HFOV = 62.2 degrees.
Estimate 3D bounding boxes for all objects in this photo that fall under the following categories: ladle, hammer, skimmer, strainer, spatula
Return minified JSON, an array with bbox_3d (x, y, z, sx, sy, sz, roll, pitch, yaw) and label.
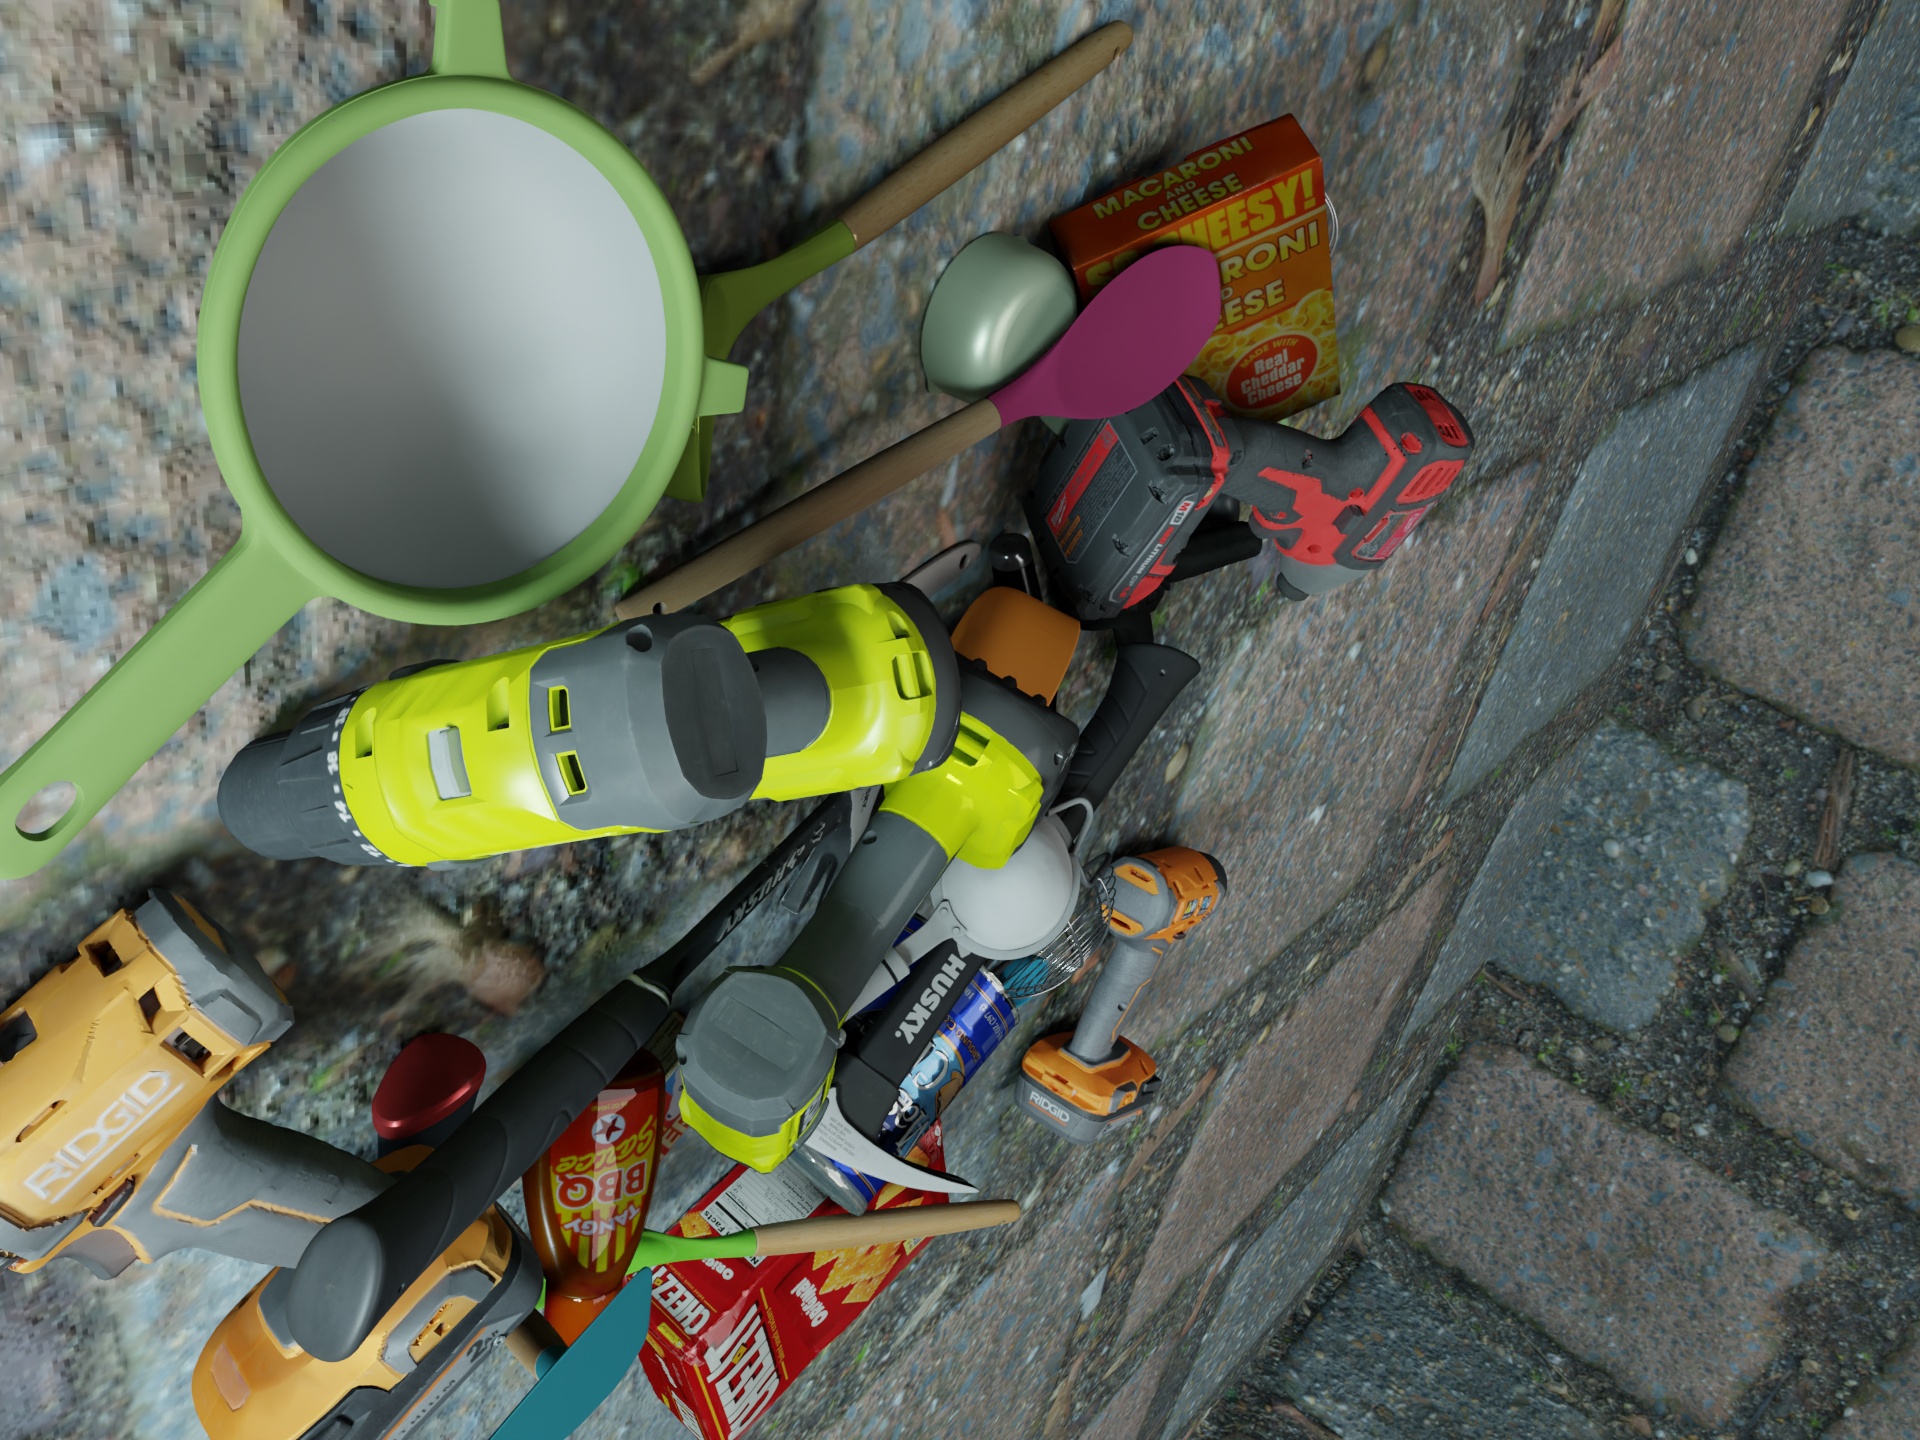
[{"bbox_3d":[-0.019,-0.193,0.614,0.320,0.062,0.078,-45,163,-29],"label":"ladle"},{"bbox_3d":[0.027,0.093,0.850,0.335,0.146,0.035,-53,-170,-14],"label":"hammer"},{"bbox_3d":[-0.121,0.106,0.653,0.409,0.036,0.149,-46,159,-59],"label":"hammer"},{"bbox_3d":[0.032,0.035,0.953,0.127,0.090,0.362,-42,138,-31],"label":"skimmer"},{"bbox_3d":[-0.261,0.303,0.737,0.143,0.038,0.386,-14,130,-55],"label":"hammer"},{"bbox_3d":[-0.185,-0.068,0.446,0.256,0.069,0.151,-51,139,-14],"label":"strainer"},{"bbox_3d":[-0.026,0.118,0.795,0.258,0.087,0.050,-35,-168,-13],"label":"strainer"},{"bbox_3d":[-0.177,0.251,0.654,0.082,0.044,0.317,-47,-171,-24],"label":"spatula"}]

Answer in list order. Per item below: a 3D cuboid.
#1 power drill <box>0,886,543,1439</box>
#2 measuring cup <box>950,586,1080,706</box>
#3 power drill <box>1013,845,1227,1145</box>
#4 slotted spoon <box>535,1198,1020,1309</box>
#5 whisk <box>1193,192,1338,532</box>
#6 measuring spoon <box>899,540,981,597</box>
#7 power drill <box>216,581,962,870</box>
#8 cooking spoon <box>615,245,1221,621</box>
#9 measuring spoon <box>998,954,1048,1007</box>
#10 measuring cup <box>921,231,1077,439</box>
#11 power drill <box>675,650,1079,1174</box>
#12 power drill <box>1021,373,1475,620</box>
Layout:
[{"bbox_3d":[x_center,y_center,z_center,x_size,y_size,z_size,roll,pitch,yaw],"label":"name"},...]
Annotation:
[{"bbox_3d":[-0.269,0.186,0.538,0.185,0.084,0.226,-45,136,-18],"label":"power drill"},{"bbox_3d":[-0.001,-0.003,0.832,0.173,0.052,0.095,-50,-166,48],"label":"measuring cup"},{"bbox_3d":[0.137,0.203,1.239,0.164,0.084,0.226,-3,117,-58],"label":"power drill"},{"bbox_3d":[-0.094,0.287,0.883,0.313,0.031,0.070,5,138,-35],"label":"slotted spoon"},{"bbox_3d":[0.159,-0.191,0.909,0.070,0.070,0.284,-41,152,-29],"label":"whisk"},{"bbox_3d":[-0.026,-0.055,0.778,0.124,0.018,0.034,-38,146,-35],"label":"measuring spoon"},{"bbox_3d":[-0.117,0.004,0.556,0.228,0.190,0.080,-14,94,-64],"label":"power drill"},{"bbox_3d":[-0.007,-0.121,0.680,0.319,0.017,0.068,-33,135,-20],"label":"cooking spoon"},{"bbox_3d":[0.010,0.185,1.086,0.128,0.021,0.042,-10,127,-44],"label":"measuring spoon"},{"bbox_3d":[0.040,-0.164,0.752,0.083,0.038,0.167,-58,150,0],"label":"measuring cup"},{"bbox_3d":[-0.043,0.091,0.703,0.223,0.080,0.171,-55,172,-25],"label":"power drill"},{"bbox_3d":[0.152,-0.113,0.834,0.219,0.079,0.143,-4,146,-32],"label":"power drill"}]
